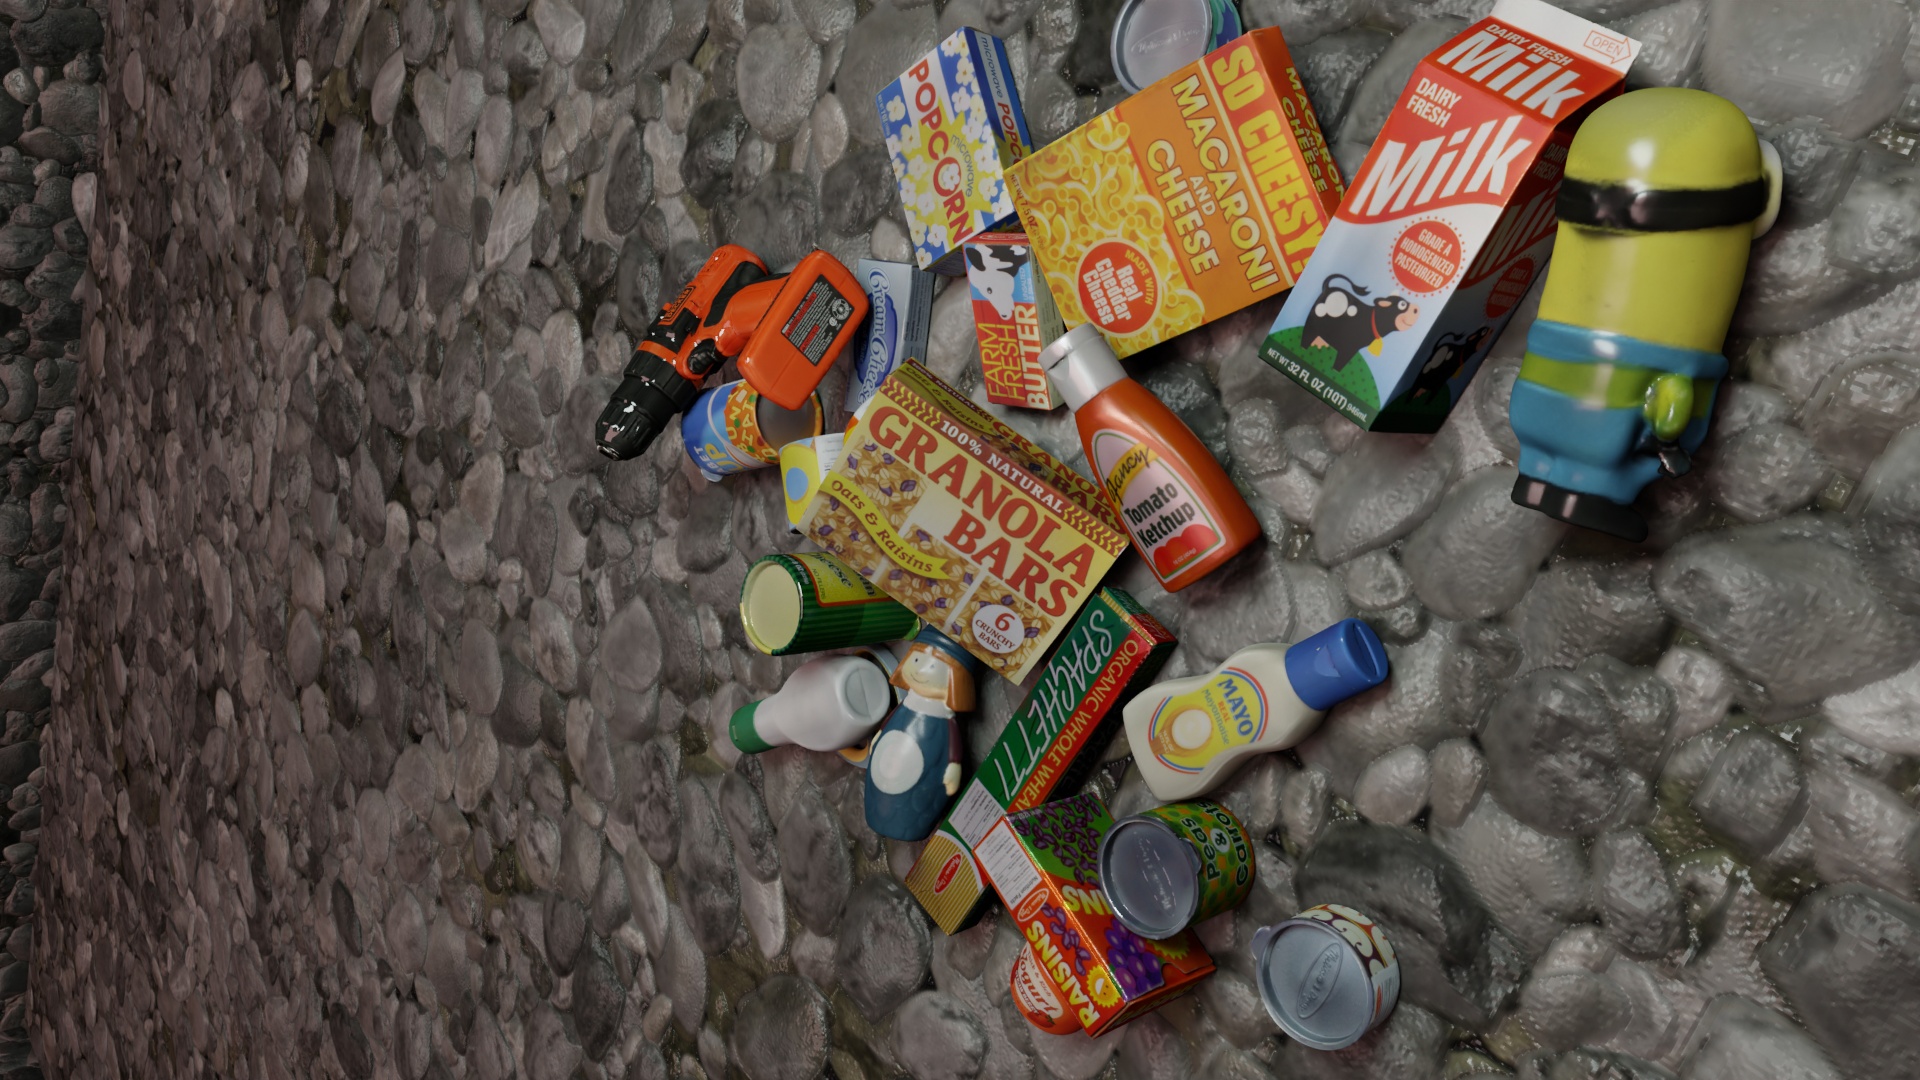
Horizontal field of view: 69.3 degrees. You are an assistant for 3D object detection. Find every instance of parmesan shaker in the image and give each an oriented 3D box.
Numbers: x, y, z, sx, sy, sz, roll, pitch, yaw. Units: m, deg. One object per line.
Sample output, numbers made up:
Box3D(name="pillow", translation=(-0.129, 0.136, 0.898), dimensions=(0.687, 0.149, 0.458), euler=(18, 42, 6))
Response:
Box3D(name="parmesan shaker", translation=(-0.083, 0.041, 0.913), dimensions=(0.071, 0.103, 0.071), euler=(3, 95, 44))

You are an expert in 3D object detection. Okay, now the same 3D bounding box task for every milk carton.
Box3D(name="milk carton", translation=(0.223, -0.146, 0.629), dimensions=(0.072, 0.073, 0.189), euler=(43, 120, 33))

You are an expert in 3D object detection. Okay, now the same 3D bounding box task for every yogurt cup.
Box3D(name="yogurt cup", translation=(0.064, 0.252, 0.812), dimensions=(0.072, 0.072, 0.053), euler=(54, 134, 27))

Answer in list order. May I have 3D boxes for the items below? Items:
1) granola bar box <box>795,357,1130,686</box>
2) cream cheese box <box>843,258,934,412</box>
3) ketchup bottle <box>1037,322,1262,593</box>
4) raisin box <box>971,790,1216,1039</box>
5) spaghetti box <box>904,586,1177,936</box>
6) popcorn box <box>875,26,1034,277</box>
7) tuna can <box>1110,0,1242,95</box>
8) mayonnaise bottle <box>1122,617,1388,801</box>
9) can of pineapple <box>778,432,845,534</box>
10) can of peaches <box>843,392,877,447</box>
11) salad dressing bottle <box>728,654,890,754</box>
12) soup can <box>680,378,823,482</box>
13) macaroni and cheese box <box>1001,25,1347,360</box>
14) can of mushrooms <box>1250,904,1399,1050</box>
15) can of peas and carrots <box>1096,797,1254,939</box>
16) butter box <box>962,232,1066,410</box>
Box3D(name="granola bar box", translation=(0.003, -0.010, 0.820), dimensions=(0.165, 0.039, 0.123), euler=(35, 120, 2))
Box3D(name="cream cheese box", translation=(-0.048, -0.134, 0.924), dimensions=(0.053, 0.024, 0.103), euler=(15, 103, 41))
Box3D(name="ketchup bottle", translation=(0.097, -0.048, 0.750), dimensions=(0.064, 0.044, 0.149), euler=(-38, 83, 43))
Box3D(name="raisin box", translation=(0.075, 0.207, 0.782), dimensions=(0.040, 0.086, 0.124), euler=(-52, 58, 29))
Box3D(name="spaghetti box", translation=(0.044, 0.137, 0.837), dimensions=(0.050, 0.029, 0.249), euler=(46, 118, 29))
Box3D(name="popcorn box", translation=(0.000, -0.240, 0.862), dimensions=(0.085, 0.038, 0.127), euler=(-24, 76, 41))
Box3D(name="tuna can", translation=(0.117, -0.267, 0.752), dimensions=(0.071, 0.033, 0.071), euler=(3, 95, 44))
Box3D(name="mayonnaise bottle", translation=(0.154, 0.086, 0.731), dimensions=(0.147, 0.041, 0.065), euler=(-36, 67, 40))
Box3D(name="can of pineapple", translation=(-0.088, -0.038, 0.939), dimensions=(0.071, 0.071, 0.058), euler=(-15, 82, 43))
Box3D(name="can of peaches", translation=(-0.033, -0.055, 0.886), dimensions=(0.058, 0.071, 0.071), euler=(43, 120, 33))
Box3D(name="salad dressing bottle", translation=(-0.109, 0.119, 0.963), dimensions=(0.147, 0.044, 0.064), euler=(-23, 79, 47))
Box3D(name="soup can", translation=(-0.149, -0.081, 0.995), dimensions=(0.083, 0.071, 0.071), euler=(-7, 88, 44))
Box3D(name="macaroni and cheese box", translation=(0.115, -0.175, 0.734), dimensions=(0.166, 0.040, 0.123), euler=(-19, 97, 42))
Box3D(name="can of mushrooms", translation=(0.187, 0.221, 0.712), dimensions=(0.071, 0.033, 0.071), euler=(4, 96, 44))
Box3D(name="can of peas and carrots", translation=(0.119, 0.176, 0.757), dimensions=(0.071, 0.059, 0.071), euler=(3, 94, 43))
Box3D(name="butter box", translation=(0.034, -0.129, 0.823), dimensions=(0.053, 0.024, 0.103), euler=(12, 122, 42))
